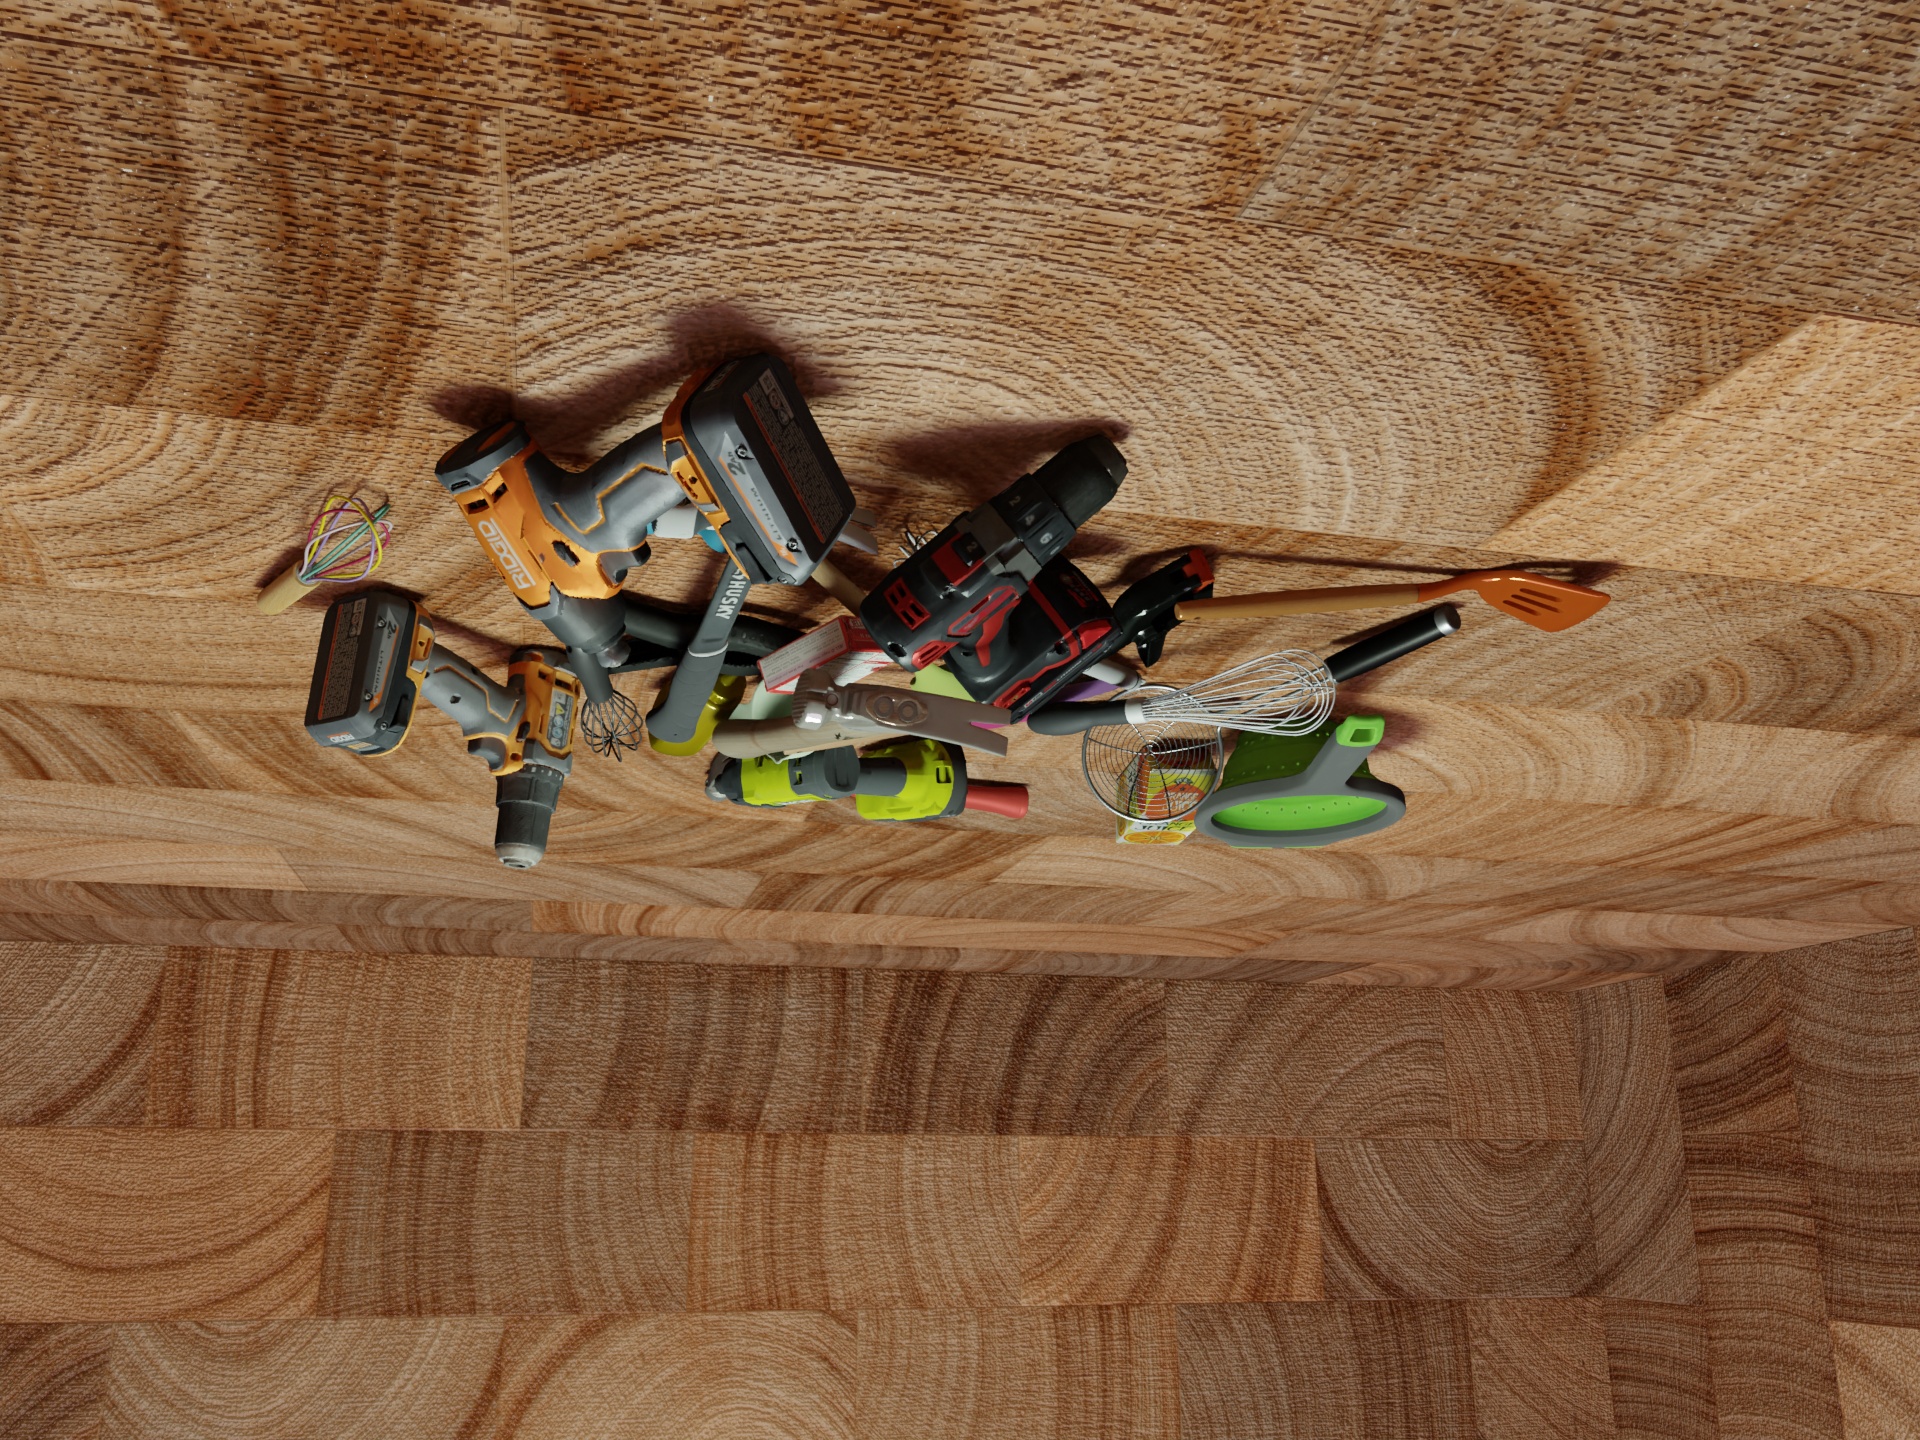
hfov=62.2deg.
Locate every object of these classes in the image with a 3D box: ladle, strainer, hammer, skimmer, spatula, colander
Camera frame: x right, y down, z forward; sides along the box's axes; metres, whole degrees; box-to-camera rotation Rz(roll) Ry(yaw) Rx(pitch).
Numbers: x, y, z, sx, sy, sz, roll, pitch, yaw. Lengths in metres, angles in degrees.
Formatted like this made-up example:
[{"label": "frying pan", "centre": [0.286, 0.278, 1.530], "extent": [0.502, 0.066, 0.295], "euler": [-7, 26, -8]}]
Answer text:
[{"label": "ladle", "centre": [-0.056, -0.080, 1.238], "extent": [0.078, 0.062, 0.319], "euler": [-10, 154, 23]}, {"label": "strainer", "centre": [0.094, -0.052, 1.314], "extent": [0.087, 0.050, 0.258], "euler": [-26, 159, 25]}, {"label": "hammer", "centre": [-0.104, 0.008, 1.202], "extent": [0.146, 0.038, 0.411], "euler": [10, 173, -21]}, {"label": "skimmer", "centre": [0.256, -0.012, 1.355], "extent": [0.090, 0.127, 0.363], "euler": [-27, 180, -44]}, {"label": "hammer", "centre": [-0.093, 0.072, 1.742], "extent": [0.359, 0.037, 0.149], "euler": [6, 163, -18]}, {"label": "spatula", "centre": [-0.002, -0.004, 1.404], "extent": [0.316, 0.018, 0.059], "euler": [-11, 165, -14]}, {"label": "hammer", "centre": [-0.178, -0.065, 1.174], "extent": [0.149, 0.036, 0.408], "euler": [1, 159, -19]}, {"label": "colander", "centre": [0.332, 0.029, 1.497], "extent": [0.204, 0.095, 0.396], "euler": [-1, 161, 0]}, {"label": "spatula", "centre": [0.313, -0.083, 1.167], "extent": [0.322, 0.041, 0.081], "euler": [-5, 165, -12]}]

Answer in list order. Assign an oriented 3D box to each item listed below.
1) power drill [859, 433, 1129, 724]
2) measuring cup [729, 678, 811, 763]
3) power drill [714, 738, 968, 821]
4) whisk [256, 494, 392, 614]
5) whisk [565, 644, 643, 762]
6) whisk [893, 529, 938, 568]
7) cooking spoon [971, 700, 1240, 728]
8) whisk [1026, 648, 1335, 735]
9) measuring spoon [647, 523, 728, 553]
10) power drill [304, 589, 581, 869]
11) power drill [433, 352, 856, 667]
[{"label": "power drill", "centre": [0.044, -0.091, 1.049], "extent": [0.188, 0.080, 0.226], "euler": [-39, 162, 5]}, {"label": "measuring cup", "centre": [-0.179, -0.007, 1.447], "extent": [0.038, 0.083, 0.168], "euler": [-5, -172, -42]}, {"label": "power drill", "centre": [-0.116, 0.057, 1.559], "extent": [0.171, 0.080, 0.223], "euler": [-9, 170, 41]}, {"label": "whisk", "centre": [-0.456, -0.113, 1.124], "extent": [0.047, 0.051, 0.245], "euler": [35, 151, -28]}, {"label": "whisk", "centre": [-0.296, -0.022, 1.303], "extent": [0.055, 0.055, 0.238], "euler": [1, 159, -4]}, {"label": "whisk", "centre": [-0.001, -0.087, 1.191], "extent": [0.058, 0.059, 0.246], "euler": [-31, 162, 6]}, {"label": "cooking spoon", "centre": [0.103, -0.007, 1.503], "extent": [0.319, 0.017, 0.068], "euler": [-1, 164, 6]}, {"label": "whisk", "centre": [0.179, -0.011, 1.342], "extent": [0.284, 0.070, 0.070], "euler": [-7, 162, 33]}, {"label": "measuring spoon", "centre": [-0.203, -0.125, 1.095], "extent": [0.128, 0.021, 0.042], "euler": [-1, 163, -1]}, {"label": "power drill", "centre": [-0.406, 0.010, 1.281], "extent": [0.084, 0.185, 0.226], "euler": [-9, 158, 33]}, {"label": "power drill", "centre": [-0.179, -0.113, 0.929], "extent": [0.226, 0.084, 0.164], "euler": [-10, 123, 29]}]
